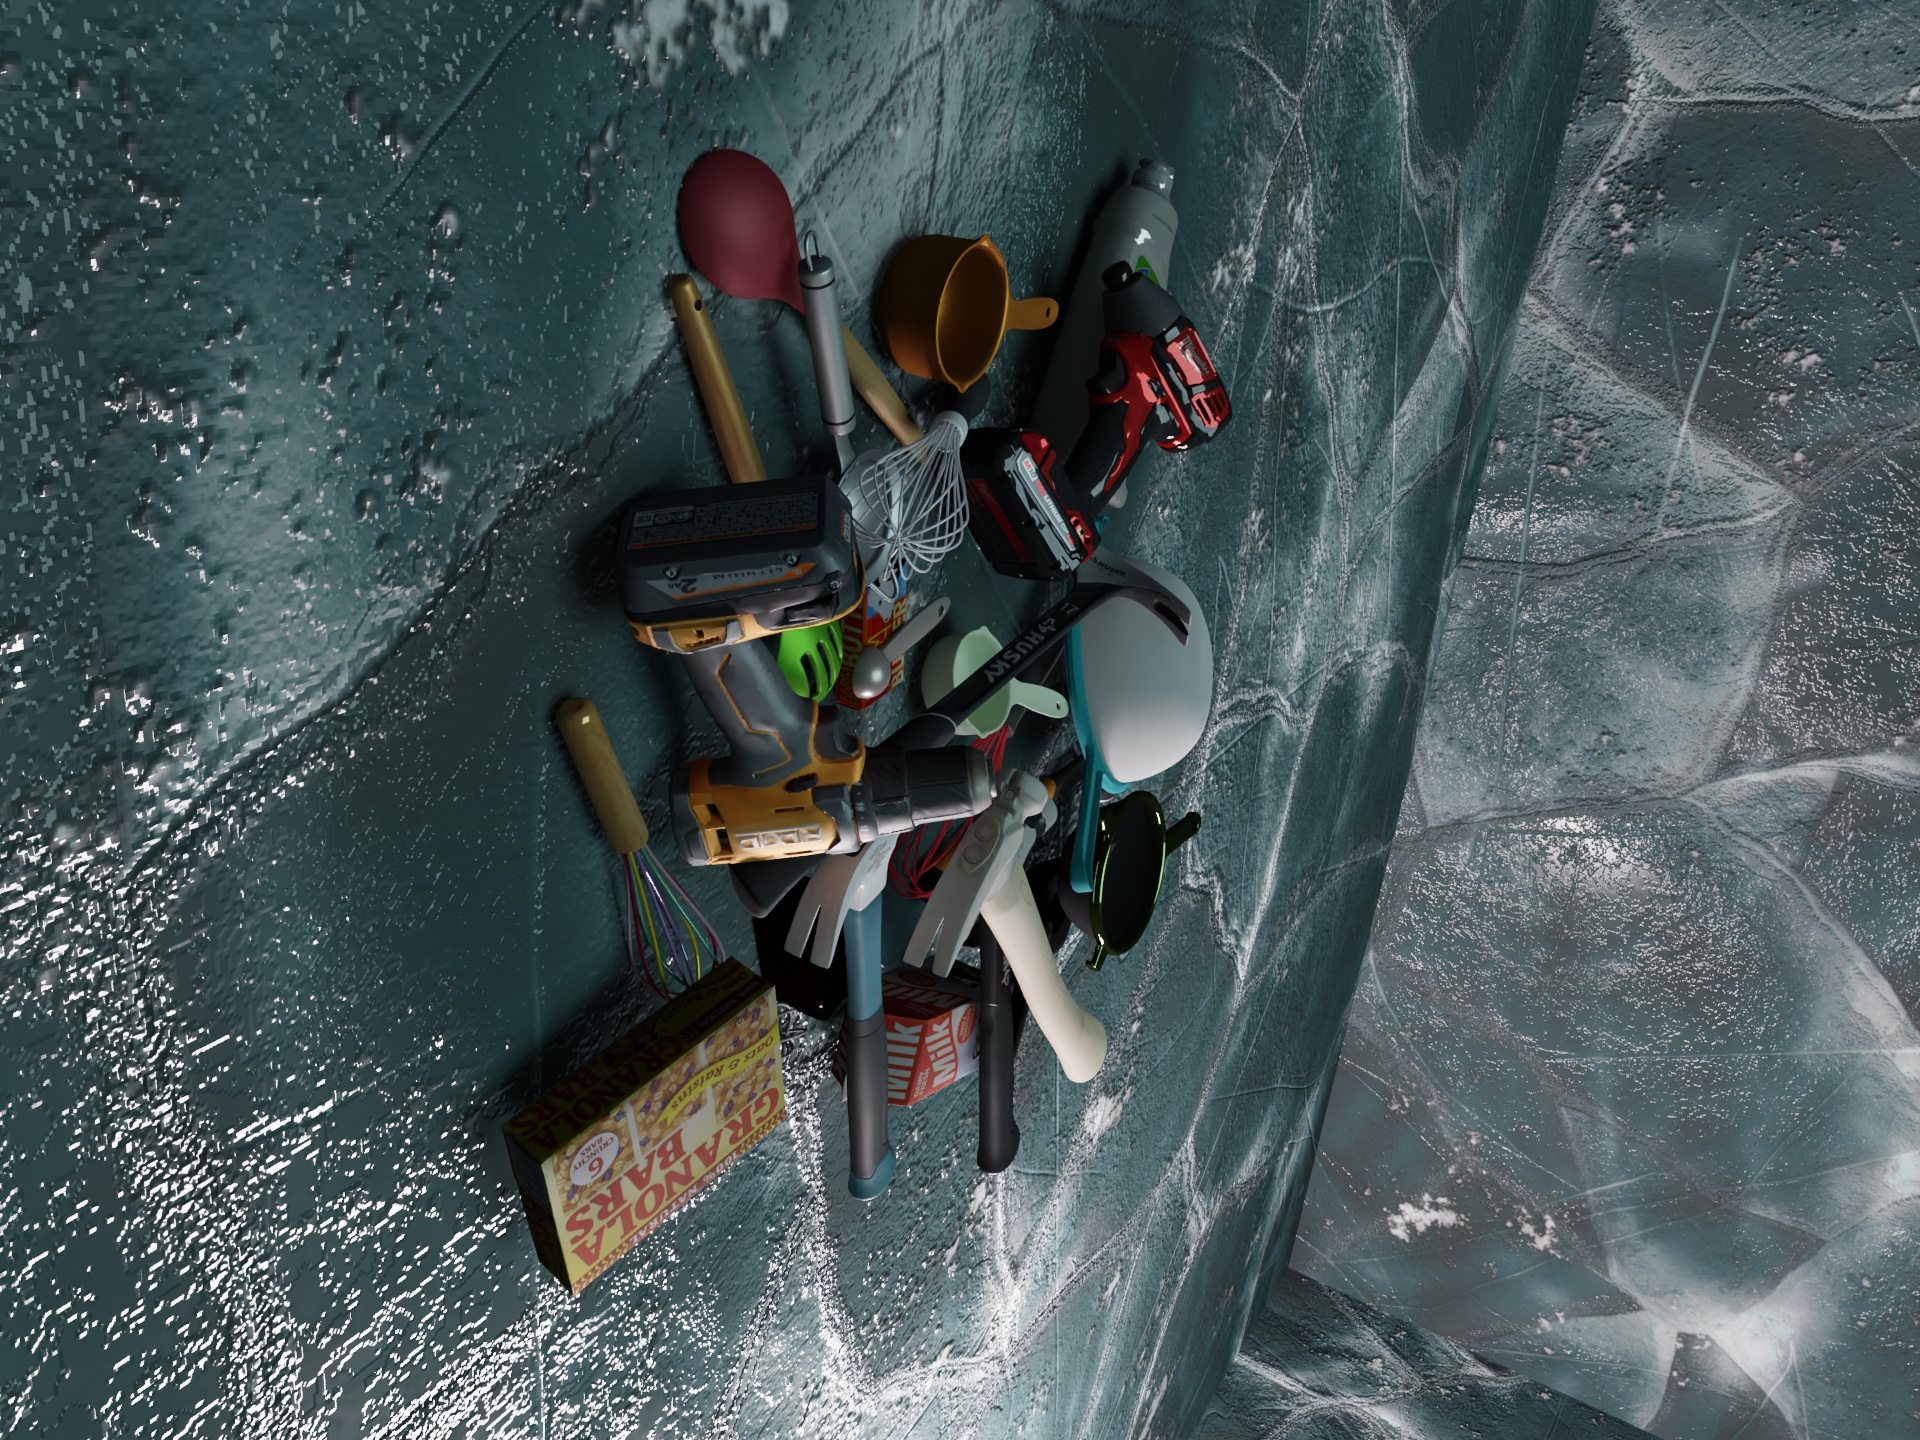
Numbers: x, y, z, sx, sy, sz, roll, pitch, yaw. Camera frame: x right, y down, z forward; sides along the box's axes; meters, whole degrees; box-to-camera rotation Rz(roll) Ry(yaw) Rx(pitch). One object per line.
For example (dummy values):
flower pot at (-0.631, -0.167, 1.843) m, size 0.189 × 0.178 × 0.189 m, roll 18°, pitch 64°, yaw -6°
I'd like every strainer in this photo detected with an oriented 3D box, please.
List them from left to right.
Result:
strainer at (-0.070, -0.167, 0.910) m, size 0.087 × 0.050 × 0.258 m, roll -57°, pitch 156°, yaw -34°
strainer at (0.153, 0.122, 1.488) m, size 0.256 × 0.069 × 0.151 m, roll -23°, pitch 119°, yaw -59°
strainer at (0.150, -0.001, 1.289) m, size 0.341 × 0.095 × 0.210 m, roll -77°, pitch 153°, yaw -43°

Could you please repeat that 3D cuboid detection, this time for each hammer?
hammer at (-0.064, 0.204, 1.084) m, size 0.128 × 0.033 × 0.330 m, roll -43°, pitch 143°, yaw -45°
hammer at (-0.002, -0.003, 1.047) m, size 0.409 × 0.149 × 0.036 m, roll -41°, pitch 147°, yaw -36°
hammer at (0.025, 0.226, 1.225) m, size 0.146 × 0.035 × 0.334 m, roll -43°, pitch 142°, yaw -47°
hammer at (0.061, 0.067, 1.366) m, size 0.337 × 0.034 × 0.127 m, roll -34°, pitch 137°, yaw -52°
hammer at (0.053, 0.195, 1.181) m, size 0.146 × 0.038 × 0.410 m, roll -61°, pitch 153°, yaw -23°

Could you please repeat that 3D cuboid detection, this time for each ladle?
ladle at (-0.072, -0.218, 0.918) m, size 0.069 × 0.031 × 0.315 m, roll -64°, pitch 156°, yaw -8°

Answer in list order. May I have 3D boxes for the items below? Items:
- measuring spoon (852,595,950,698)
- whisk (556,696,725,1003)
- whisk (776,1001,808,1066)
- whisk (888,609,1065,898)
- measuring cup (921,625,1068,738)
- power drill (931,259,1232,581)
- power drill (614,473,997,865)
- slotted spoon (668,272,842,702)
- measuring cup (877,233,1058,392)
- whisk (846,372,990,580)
measuring spoon at (-0.033, -0.051, 1.054) m, size 0.124 × 0.018 × 0.034 m, roll -46°, pitch 144°, yaw -47°
whisk at (-0.178, 0.084, 0.887) m, size 0.047 × 0.051 × 0.244 m, roll -46°, pitch 142°, yaw -32°
whisk at (-0.176, 0.217, 0.976) m, size 0.239 × 0.055 × 0.055 m, roll -11°, pitch 117°, yaw -58°
whisk at (0.023, 0.021, 1.234) m, size 0.296 × 0.073 × 0.073 m, roll -61°, pitch 153°, yaw -32°
measuring cup at (0.027, -0.020, 1.197) m, size 0.167 × 0.038 × 0.083 m, roll 15°, pitch 73°, yaw -56°
power drill at (0.090, -0.210, 1.106) m, size 0.220 × 0.079 × 0.143 m, roll -46°, pitch 120°, yaw -23°
power drill at (-0.080, -0.017, 0.860) m, size 0.084 × 0.185 × 0.226 m, roll -94°, pitch 178°, yaw -50°
slotted spoon at (-0.113, -0.115, 0.902) m, size 0.070 × 0.031 × 0.313 m, roll -55°, pitch 149°, yaw -31°
measuring cup at (0.007, -0.264, 1.015) m, size 0.173 × 0.052 × 0.095 m, roll -26°, pitch 130°, yaw -59°
whisk at (-0.012, -0.164, 0.960) m, size 0.285 × 0.070 × 0.070 m, roll -72°, pitch 167°, yaw -58°
